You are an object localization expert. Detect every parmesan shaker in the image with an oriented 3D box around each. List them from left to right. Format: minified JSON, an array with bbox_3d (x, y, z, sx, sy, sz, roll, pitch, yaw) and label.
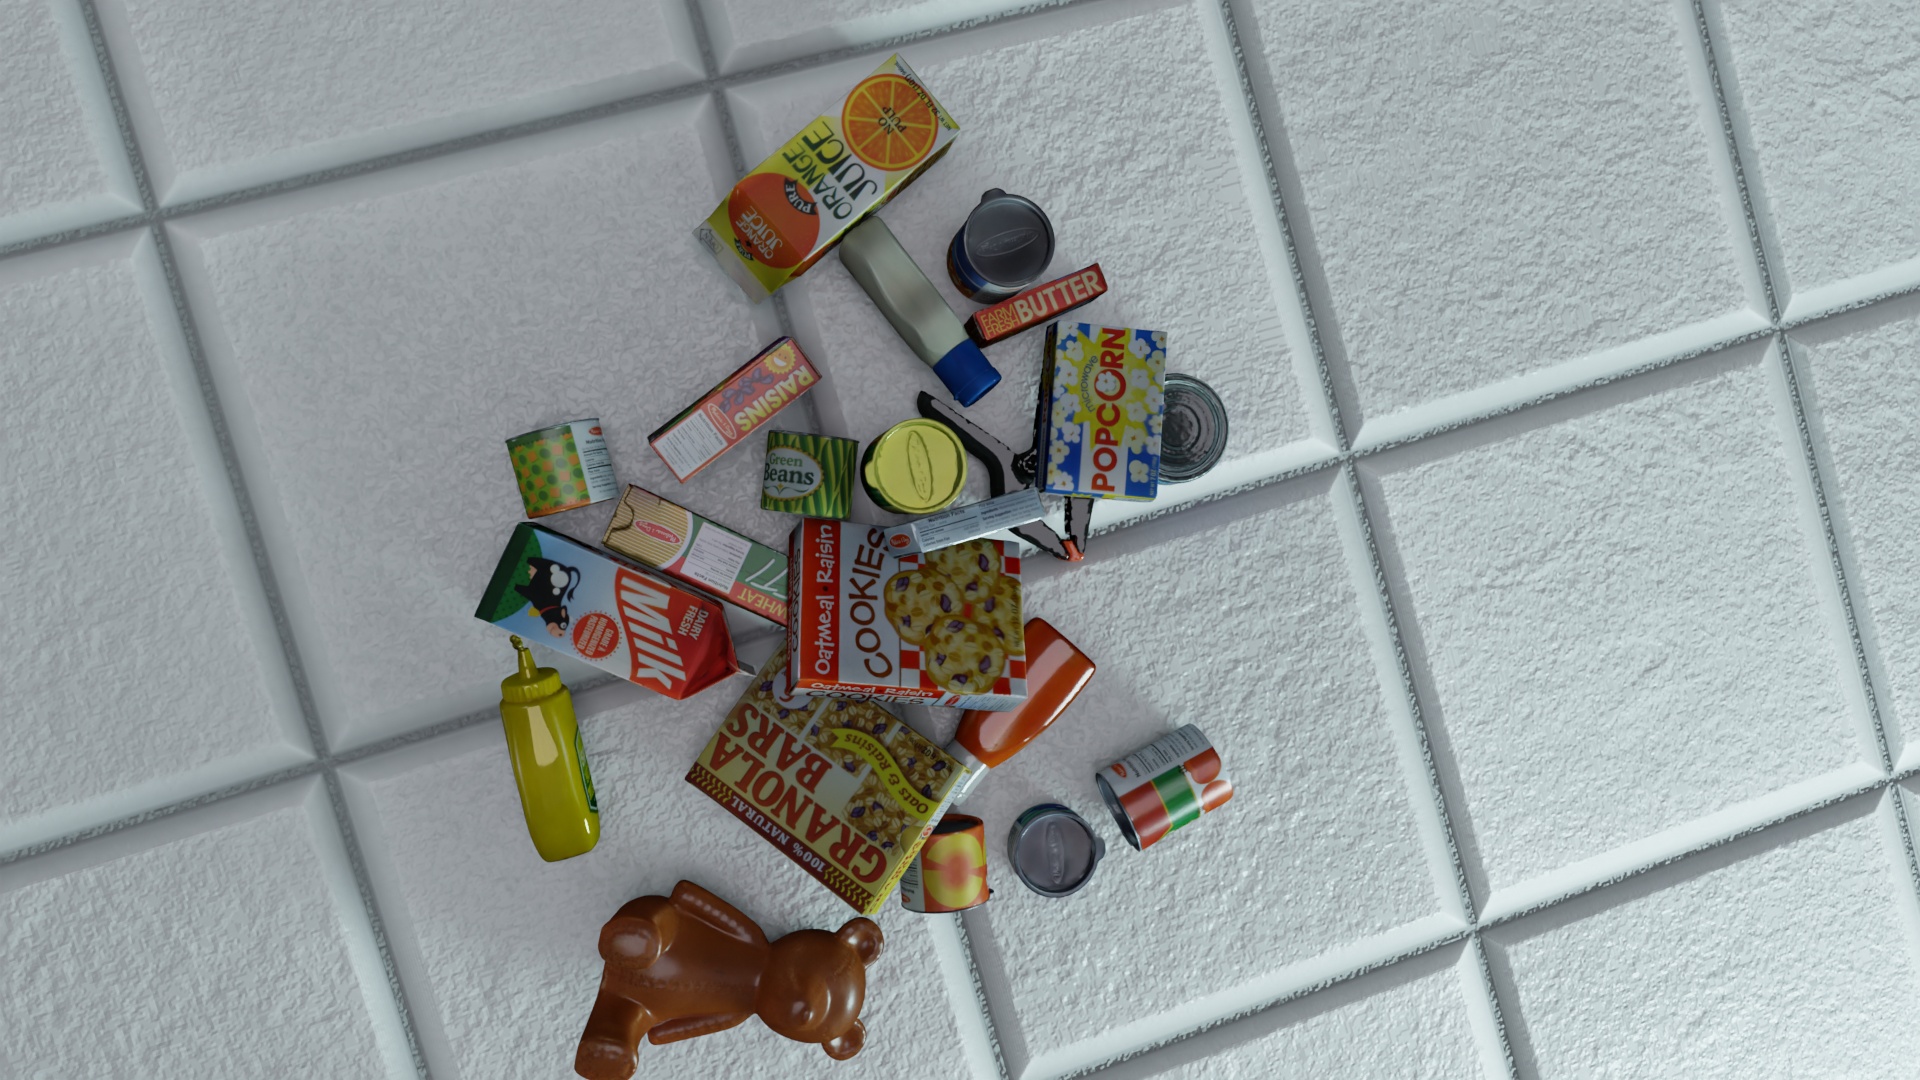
[{"bbox_3d":[-0.039,-0.051,0.999,0.071,0.103,0.071,0,91,-10],"label":"parmesan shaker"}]

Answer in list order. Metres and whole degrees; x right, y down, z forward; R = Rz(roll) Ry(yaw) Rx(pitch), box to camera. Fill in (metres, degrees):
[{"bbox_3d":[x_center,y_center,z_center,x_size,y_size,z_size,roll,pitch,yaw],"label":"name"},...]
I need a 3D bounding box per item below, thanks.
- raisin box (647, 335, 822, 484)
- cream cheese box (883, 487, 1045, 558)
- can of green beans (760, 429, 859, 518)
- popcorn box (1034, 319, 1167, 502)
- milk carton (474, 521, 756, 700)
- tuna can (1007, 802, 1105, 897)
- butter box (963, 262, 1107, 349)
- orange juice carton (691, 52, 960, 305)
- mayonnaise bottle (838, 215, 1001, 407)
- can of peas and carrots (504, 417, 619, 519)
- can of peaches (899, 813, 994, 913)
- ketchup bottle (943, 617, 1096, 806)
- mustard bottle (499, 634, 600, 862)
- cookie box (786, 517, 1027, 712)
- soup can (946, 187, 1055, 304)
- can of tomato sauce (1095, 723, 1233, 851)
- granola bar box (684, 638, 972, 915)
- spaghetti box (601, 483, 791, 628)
[{"bbox_3d":[-0.162,-0.095,0.987,0.123,0.086,0.040,-38,102,-7],"label":"raisin box"},{"bbox_3d":[0.004,-0.012,0.986,0.104,0.053,0.024,-17,93,-25],"label":"cream cheese box"},{"bbox_3d":[-0.109,-0.047,1.006,0.071,0.071,0.058,7,90,-9],"label":"can of green beans"},{"bbox_3d":[0.103,-0.094,1.018,0.085,0.038,0.126,5,86,-9],"label":"popcorn box"},{"bbox_3d":[-0.233,0.057,0.984,0.190,0.072,0.073,24,87,-9],"label":"milk carton"},{"bbox_3d":[0.072,0.234,1.056,0.071,0.033,0.071,0,91,-9],"label":"tuna can"},{"bbox_3d":[0.056,-0.174,1.039,0.104,0.053,0.024,-24,93,-8],"label":"butter box"},{"bbox_3d":[-0.097,-0.256,1.003,0.193,0.073,0.072,-41,97,-6],"label":"orange juice carton"},{"bbox_3d":[-0.029,-0.164,1.011,0.041,0.064,0.148,-39,88,-8],"label":"mayonnaise bottle"},{"bbox_3d":[-0.282,-0.050,0.979,0.071,0.071,0.058,-16,94,-9],"label":"can of peas and carrots"},{"bbox_3d":[-0.011,0.237,1.026,0.071,0.071,0.058,-5,91,-9],"label":"can of peaches"},{"bbox_3d":[0.033,0.132,1.043,0.064,0.043,0.149,41,84,-4],"label":"ketchup bottle"},{"bbox_3d":[-0.290,0.141,0.969,0.049,0.065,0.159,-12,104,-12],"label":"mustard bottle"},{"bbox_3d":[-0.039,0.055,0.998,0.168,0.040,0.123,7,64,-18],"label":"cookie box"},{"bbox_3d":[0.027,-0.214,1.018,0.071,0.084,0.071,0,91,-10],"label":"soup can"},{"bbox_3d":[0.155,0.188,1.053,0.083,0.071,0.071,-27,95,-8],"label":"can of tomato sauce"},{"bbox_3d":[-0.095,0.167,0.993,0.166,0.039,0.124,33,84,15],"label":"granola bar box"},{"bbox_3d":[-0.138,0.033,1.021,0.250,0.028,0.050,25,86,-9],"label":"spaghetti box"}]
